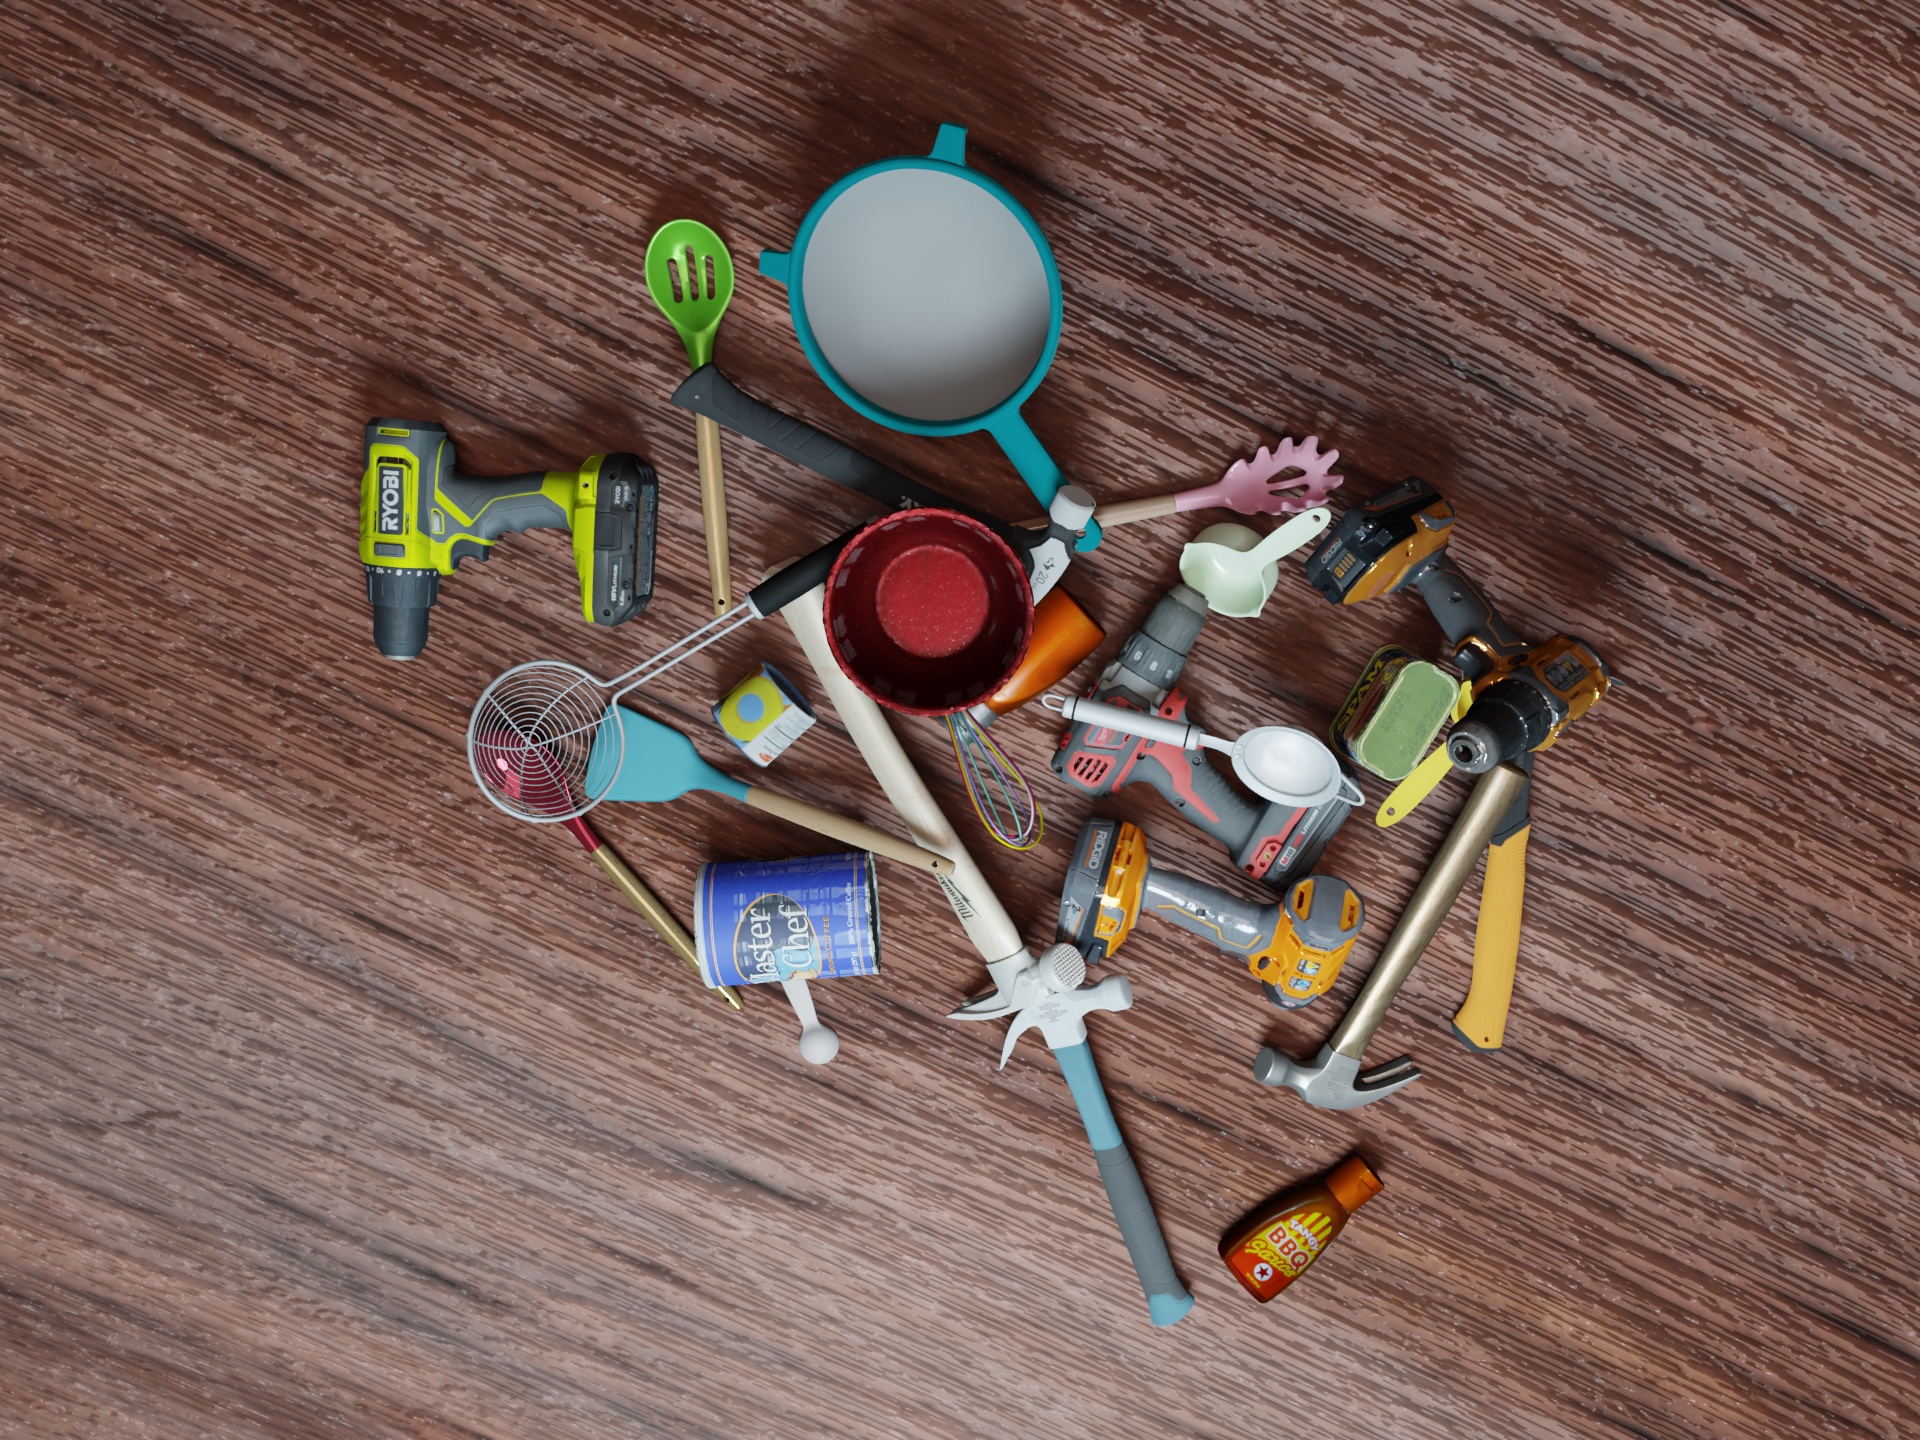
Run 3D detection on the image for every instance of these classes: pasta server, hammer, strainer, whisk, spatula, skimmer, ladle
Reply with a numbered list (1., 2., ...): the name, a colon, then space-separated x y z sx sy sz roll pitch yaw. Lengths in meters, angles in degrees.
1. pasta server: 0.146 -0.172 1.279 0.316 0.040 0.060 -10 84 3
2. hammer: -0.072 -0.186 1.247 0.334 0.035 0.146 26 128 -2
3. strainer: 0.018 -0.284 1.234 0.211 0.095 0.340 -26 113 29
4. hammer: 0.131 0.371 1.352 0.128 0.033 0.331 -15 104 23
5. whisk: 0.000 -0.004 1.265 0.047 0.051 0.245 -26 72 -5
6. strainer: 0.188 0.013 1.234 0.258 0.050 0.086 15 139 9
7. hammer: 0.372 0.180 1.309 0.130 0.031 0.331 21 106 -16
8. spatula: -0.153 0.070 1.288 0.317 0.044 0.082 18 96 16
9. skimmer: -0.212 -0.050 1.230 0.363 0.090 0.127 -30 107 8
10. hammer: 0.463 0.115 1.326 0.127 0.034 0.337 5 99 0
11. hammer: -0.052 0.056 1.298 0.146 0.038 0.410 -30 90 45
12. ladle: -0.287 0.126 1.330 0.069 0.031 0.315 -34 101 30

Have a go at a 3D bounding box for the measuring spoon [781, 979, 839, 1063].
1. measuring spoon: -0.137 0.237 1.352 0.034 0.018 0.124 -21 98 3

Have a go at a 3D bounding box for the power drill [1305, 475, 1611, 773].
1. power drill: 0.367 -0.066 1.200 0.226 0.185 0.084 49 138 15

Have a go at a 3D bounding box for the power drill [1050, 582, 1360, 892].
1. power drill: 0.209 0.015 1.289 0.226 0.080 0.188 30 99 -1

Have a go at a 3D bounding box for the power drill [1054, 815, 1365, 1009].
1. power drill: 0.195 0.167 1.279 0.226 0.164 0.084 14 54 8

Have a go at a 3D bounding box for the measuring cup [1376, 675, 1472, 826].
1. measuring cup: 0.389 0.025 1.283 0.062 0.029 0.156 41 100 -6

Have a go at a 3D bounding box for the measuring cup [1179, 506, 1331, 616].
1. measuring cup: 0.237 -0.137 1.231 0.083 0.167 0.038 44 58 -8

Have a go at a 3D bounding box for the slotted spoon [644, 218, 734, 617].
1. slotted spoon: -0.205 -0.237 1.274 0.070 0.031 0.313 -4 101 1

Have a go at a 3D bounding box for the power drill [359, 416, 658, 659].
1. power drill: -0.364 -0.137 1.266 0.228 0.080 0.190 5 99 2
